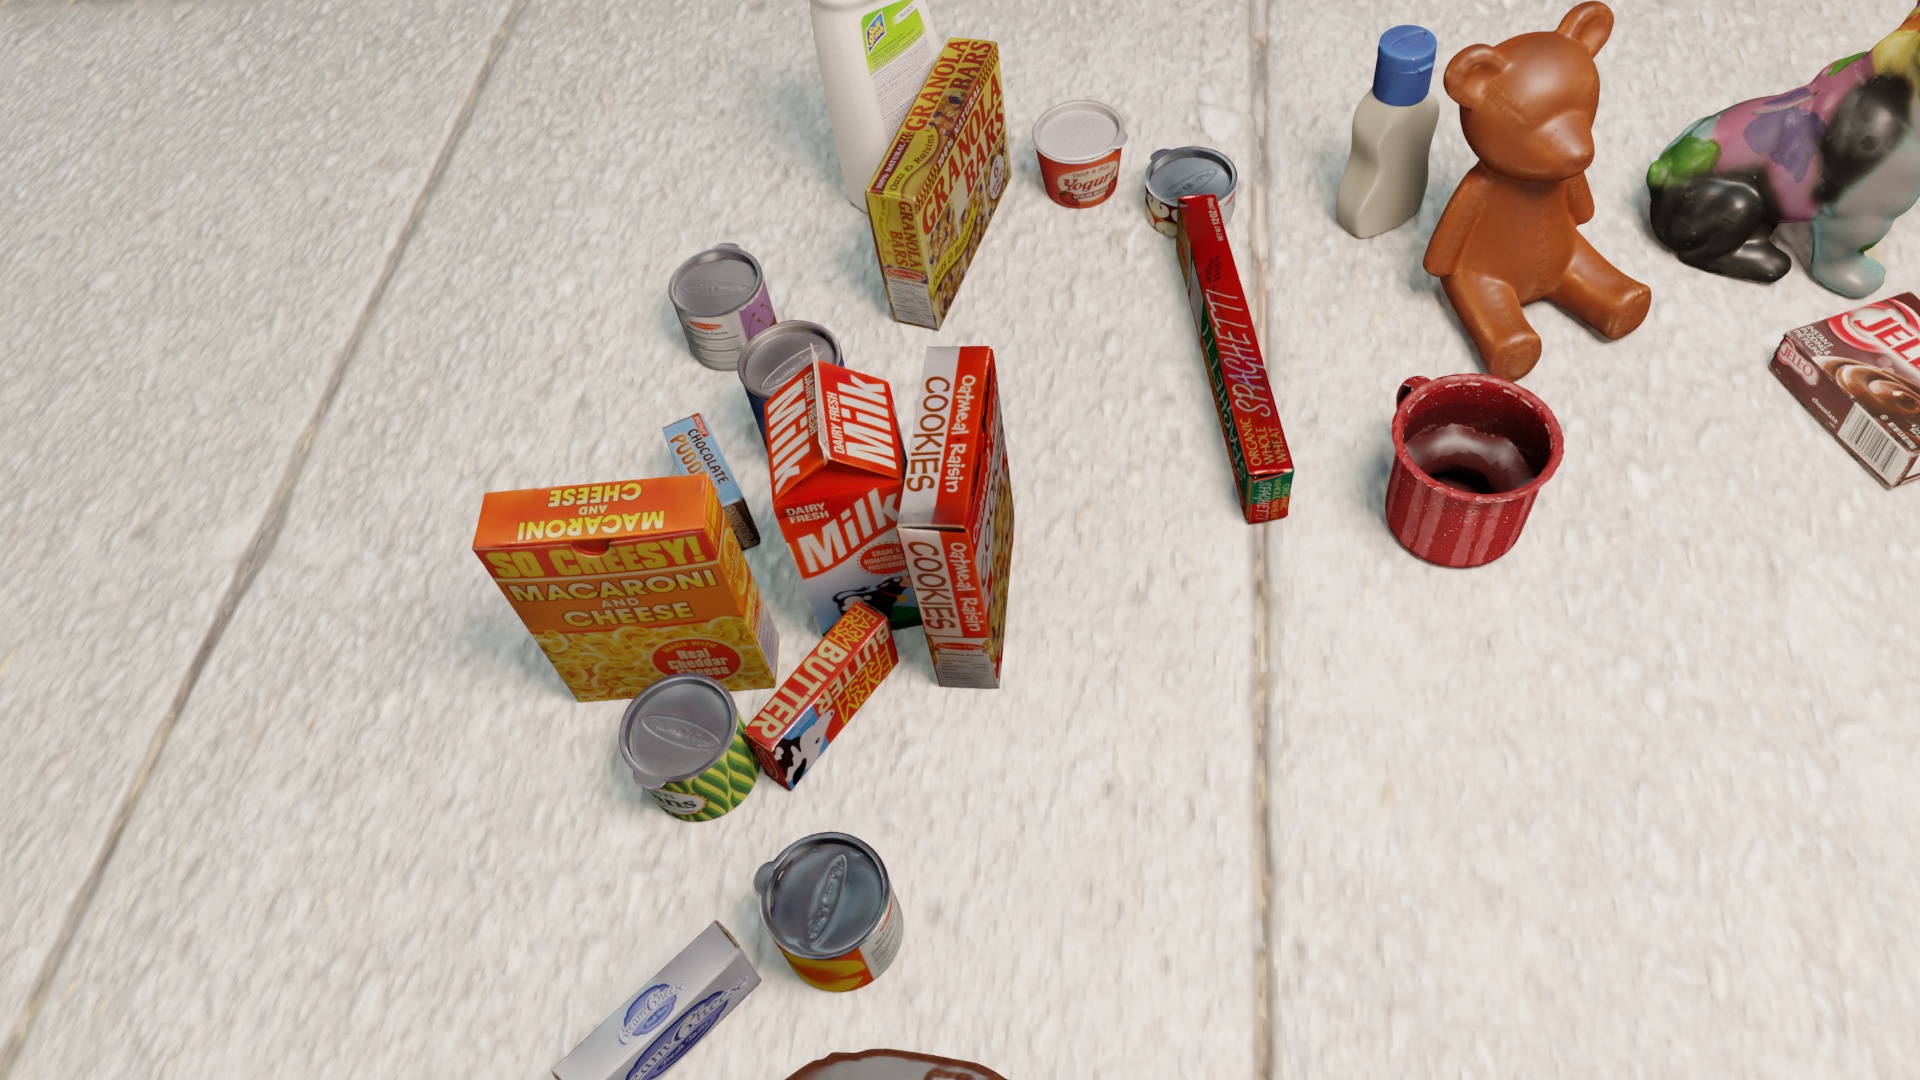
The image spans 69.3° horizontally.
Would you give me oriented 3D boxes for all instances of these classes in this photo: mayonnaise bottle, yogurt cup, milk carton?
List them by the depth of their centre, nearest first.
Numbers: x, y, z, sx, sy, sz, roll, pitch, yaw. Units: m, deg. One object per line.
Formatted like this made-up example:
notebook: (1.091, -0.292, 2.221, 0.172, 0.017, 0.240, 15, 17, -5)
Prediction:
milk carton: (-0.063, -0.024, 0.785, 0.073, 0.189, 0.072, -11, 55, 0)
mayonnaise bottle: (0.292, -0.276, 0.940, 0.065, 0.147, 0.041, -28, 57, -12)
yogurt cup: (0.088, -0.284, 1.031, 0.072, 0.053, 0.073, -4, 55, 5)

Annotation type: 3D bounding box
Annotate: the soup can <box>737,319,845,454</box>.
soup can: (-0.101, -0.089, 0.901, 0.071, 0.083, 0.072, -4, 55, 5)

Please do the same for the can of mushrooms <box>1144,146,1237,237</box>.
can of mushrooms: (0.166, -0.255, 1.012, 0.071, 0.033, 0.071, -4, 55, 5)

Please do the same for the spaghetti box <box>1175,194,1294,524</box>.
spaghetti box: (0.176, -0.125, 0.910, 0.029, 0.050, 0.251, -8, 55, 2)

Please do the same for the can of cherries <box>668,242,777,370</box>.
can of cherries: (-0.164, -0.164, 0.977, 0.071, 0.058, 0.072, -4, 55, 5)

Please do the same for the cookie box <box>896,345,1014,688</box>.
cookie box: (0.003, -0.010, 0.781, 0.040, 0.166, 0.123, 1, 56, 9)

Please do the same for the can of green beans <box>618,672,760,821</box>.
can of green beans: (-0.151, 0.117, 0.780, 0.071, 0.057, 0.071, -4, 55, 5)

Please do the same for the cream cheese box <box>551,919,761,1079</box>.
cream cheese box: (-0.149, 0.242, 0.695, 0.104, 0.053, 0.024, -41, 60, -19)

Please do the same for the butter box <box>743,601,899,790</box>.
butter box: (-0.078, 0.088, 0.794, 0.024, 0.053, 0.104, 29, 64, 24)

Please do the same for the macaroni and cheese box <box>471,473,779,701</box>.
macaroni and cheese box: (-0.179, 0.032, 0.777, 0.124, 0.165, 0.040, -5, 55, 4)

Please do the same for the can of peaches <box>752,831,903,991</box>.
can of peaches: (-0.067, 0.192, 0.717, 0.071, 0.057, 0.071, -4, 55, 5)

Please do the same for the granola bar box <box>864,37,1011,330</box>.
granola bar box: (-0.012, -0.251, 0.978, 0.039, 0.123, 0.166, 13, 58, 16)

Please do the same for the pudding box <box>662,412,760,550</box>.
pudding box: (-0.160, -0.036, 0.893, 0.030, 0.049, 0.084, -25, 56, -9)
